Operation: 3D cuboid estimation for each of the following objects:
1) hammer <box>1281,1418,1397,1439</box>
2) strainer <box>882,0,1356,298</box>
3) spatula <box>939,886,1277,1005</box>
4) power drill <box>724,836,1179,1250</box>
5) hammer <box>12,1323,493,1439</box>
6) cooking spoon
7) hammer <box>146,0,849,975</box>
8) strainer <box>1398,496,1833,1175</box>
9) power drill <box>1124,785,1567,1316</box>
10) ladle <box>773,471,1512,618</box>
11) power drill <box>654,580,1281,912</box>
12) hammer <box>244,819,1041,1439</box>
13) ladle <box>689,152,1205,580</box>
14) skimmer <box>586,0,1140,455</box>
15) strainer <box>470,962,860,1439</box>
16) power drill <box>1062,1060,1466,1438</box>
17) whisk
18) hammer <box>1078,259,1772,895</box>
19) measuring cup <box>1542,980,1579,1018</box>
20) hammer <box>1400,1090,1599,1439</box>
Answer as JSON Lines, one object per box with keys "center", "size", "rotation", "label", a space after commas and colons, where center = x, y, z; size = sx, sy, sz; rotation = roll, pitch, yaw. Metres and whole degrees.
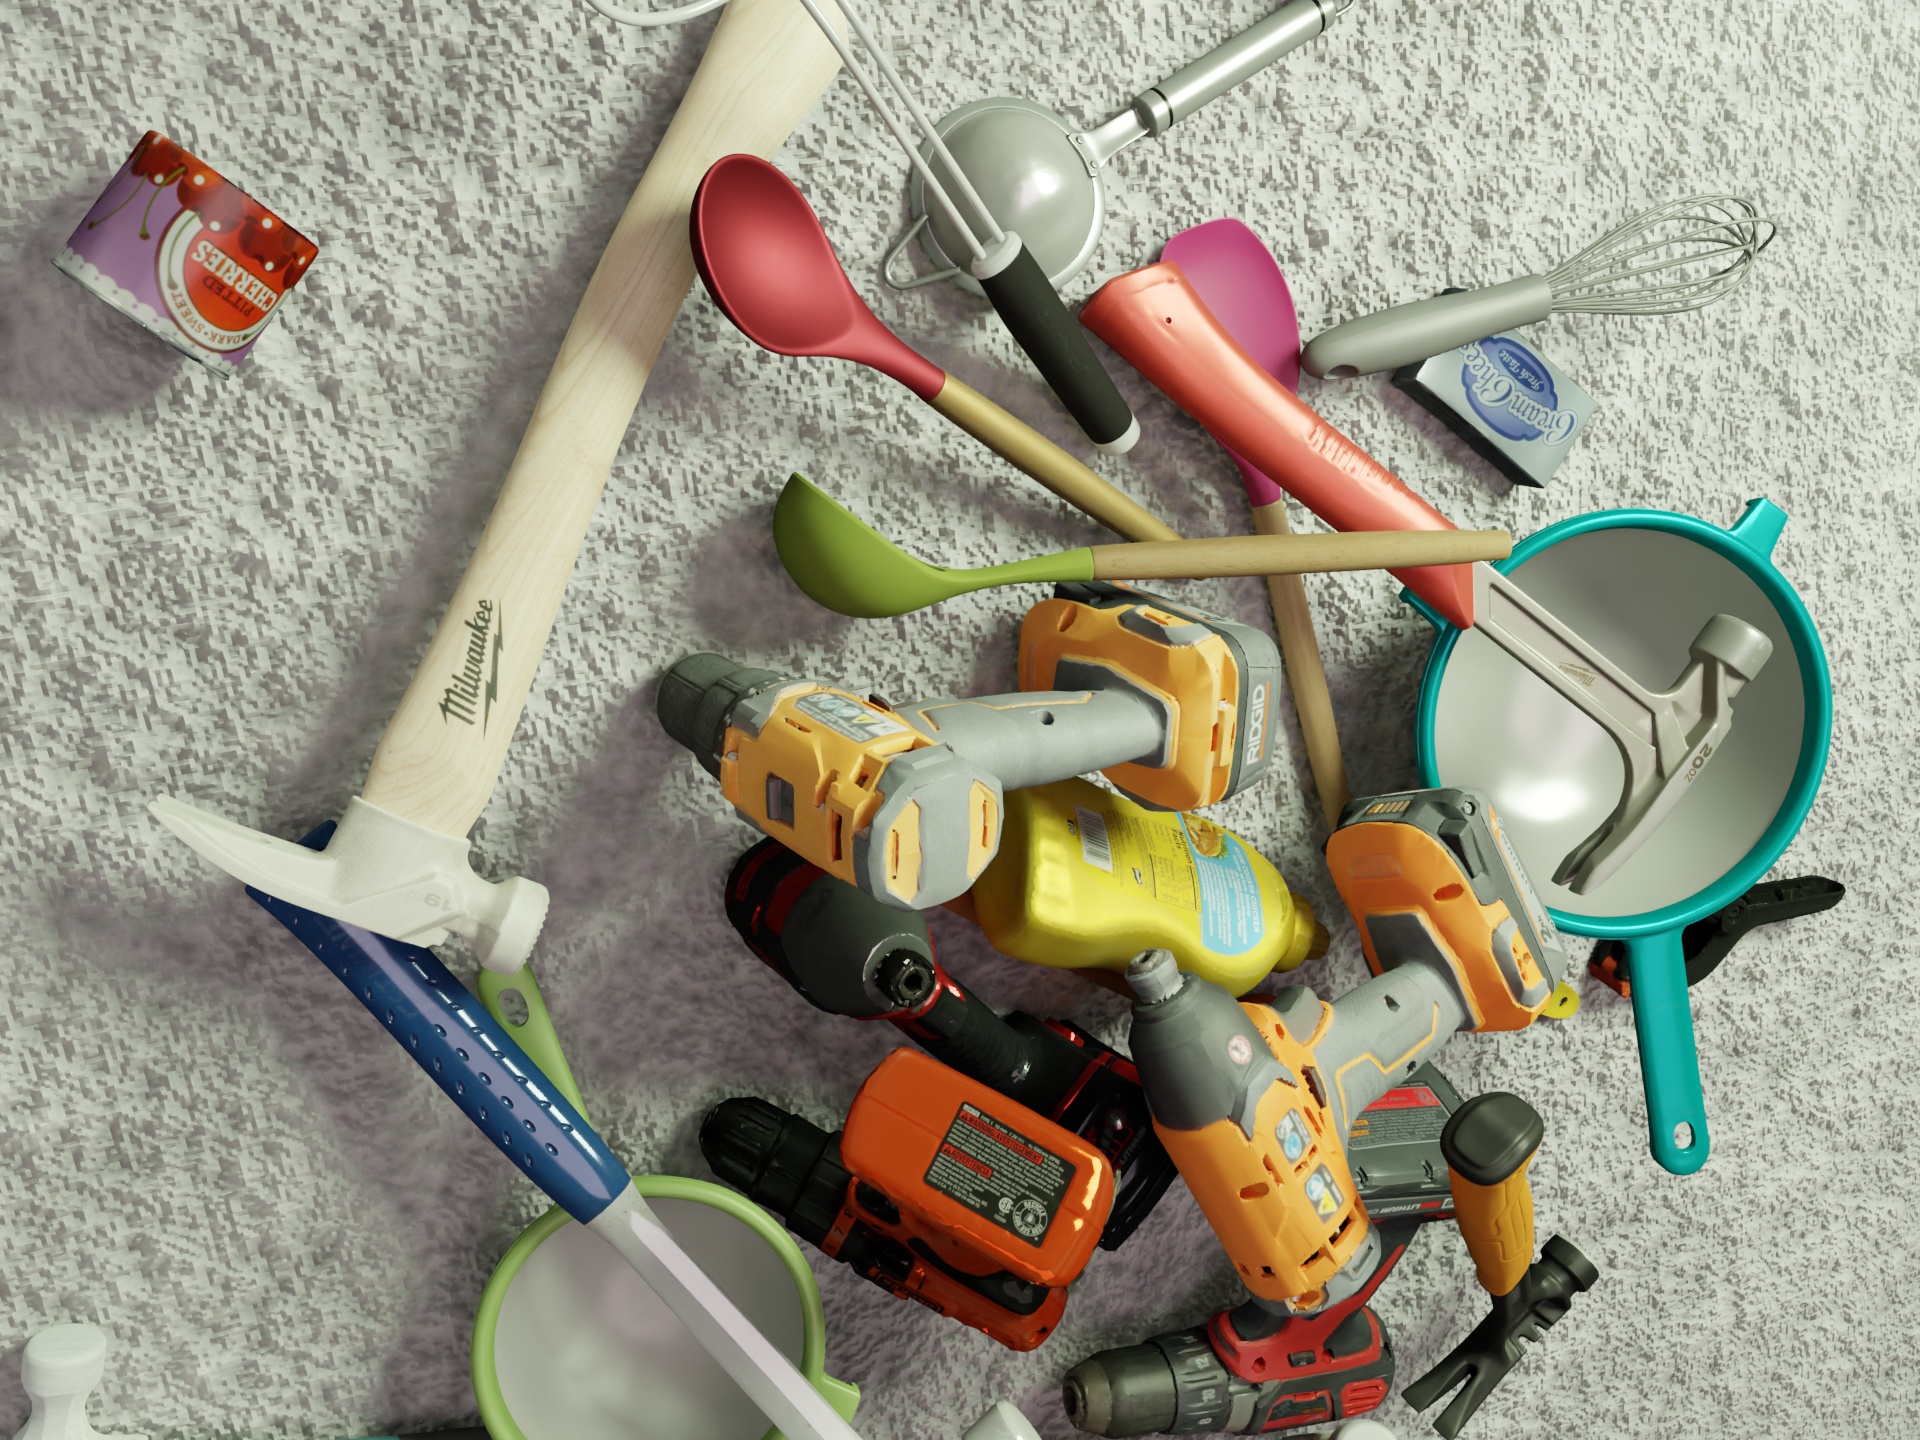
{"center": [0.024, 0.416, 0.819], "size": [0.386, 0.143, 0.038], "rotation": [-6, 65, -11], "label": "hammer"}
{"center": [0.076, -0.261, 0.690], "size": [0.258, 0.050, 0.087], "rotation": [-36, 99, -14], "label": "strainer"}
{"center": [0.071, 0.125, 0.780], "size": [0.322, 0.041, 0.081], "rotation": [29, 104, -25], "label": "spatula"}
{"center": [0.002, 0.137, 0.701], "size": [0.219, 0.143, 0.078], "rotation": [43, 78, -27], "label": "power drill"}
{"center": [-0.239, 0.333, 0.713], "size": [0.330, 0.033, 0.128], "rotation": [9, 99, -23], "label": "hammer"}
{"center": [0.154, -0.083, 0.775], "size": [0.069, 0.017, 0.318], "rotation": [-21, 110, -9], "label": "cooking spoon"}
{"center": [-0.156, -0.115, 0.612], "size": [0.146, 0.038, 0.410], "rotation": [25, 87, -20], "label": "hammer"}
{"center": [0.332, 0.060, 0.822], "size": [0.211, 0.095, 0.340], "rotation": [-12, 98, -4], "label": "strainer"}
{"center": [0.166, 0.122, 0.701], "size": [0.226, 0.084, 0.164], "rotation": [-39, 105, -34], "label": "power drill"}
{"center": [0.081, -0.080, 0.679], "size": [0.320, 0.078, 0.062], "rotation": [-3, 100, -6], "label": "ladle"}
{"center": [-0.001, -0.002, 0.669], "size": [0.226, 0.185, 0.084], "rotation": [-16, 117, -36], "label": "power drill"}
{"center": [-0.143, 0.211, 0.657], "size": [0.144, 0.035, 0.405], "rotation": [-41, 97, -4], "label": "hammer"}
{"center": [0.008, -0.130, 0.670], "size": [0.315, 0.031, 0.069], "rotation": [28, 67, -38], "label": "ladle"}
{"center": [-0.005, -0.201, 0.580], "size": [0.127, 0.090, 0.362], "rotation": [-38, 136, 6], "label": "skimmer"}
{"center": [-0.156, 0.220, 0.709], "size": [0.151, 0.069, 0.256], "rotation": [-21, 94, -6], "label": "strainer"}
{"center": [0.160, 0.284, 0.814], "size": [0.187, 0.080, 0.226], "rotation": [1, 122, -22], "label": "power drill"}
{"center": [0.272, -0.199, 0.748], "size": [0.239, 0.055, 0.055], "rotation": [-17, 109, -6], "label": "whisk"}
{"center": [0.198, -0.077, 0.728], "size": [0.359, 0.037, 0.149], "rotation": [36, 92, -8], "label": "hammer"}
{"center": [0.296, 0.139, 0.889], "size": [0.156, 0.029, 0.062], "rotation": [24, 93, -37], "label": "measuring cup"}
{"center": [0.250, 0.255, 0.749], "size": [0.127, 0.034, 0.336], "rotation": [-42, 143, -9], "label": "hammer"}
